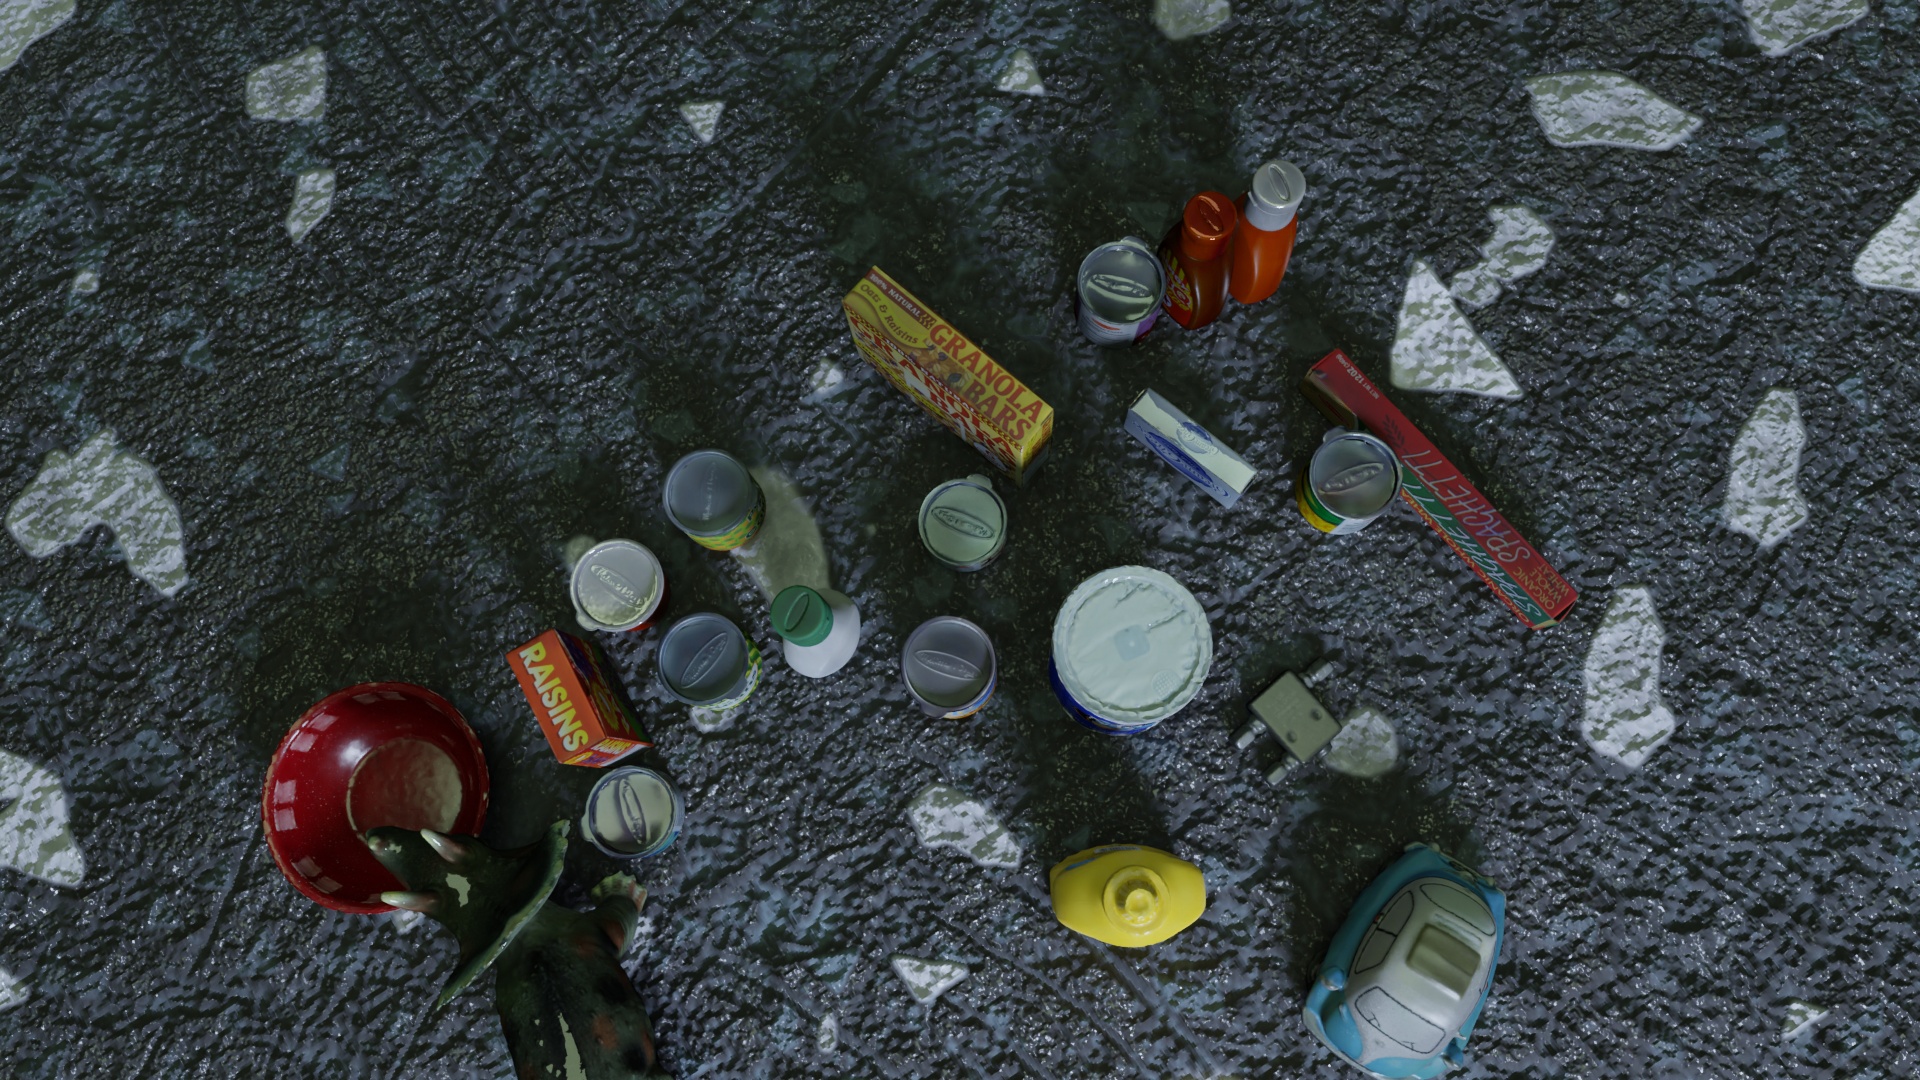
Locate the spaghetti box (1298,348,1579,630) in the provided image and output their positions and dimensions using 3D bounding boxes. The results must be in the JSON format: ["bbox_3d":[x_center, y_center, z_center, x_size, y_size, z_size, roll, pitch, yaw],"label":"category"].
[{"bbox_3d":[0.347,-0.037,1.016,0.029,0.050,0.250,-40,80,-6],"label":"spaghetti box"}]

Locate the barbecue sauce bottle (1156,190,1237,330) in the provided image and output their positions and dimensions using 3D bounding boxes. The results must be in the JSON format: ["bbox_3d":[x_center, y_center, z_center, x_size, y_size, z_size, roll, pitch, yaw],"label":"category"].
[{"bbox_3d":[0.172,-0.205,1.007,0.044,0.148,0.065,-30,79,-4],"label":"barbecue sauce bottle"}]

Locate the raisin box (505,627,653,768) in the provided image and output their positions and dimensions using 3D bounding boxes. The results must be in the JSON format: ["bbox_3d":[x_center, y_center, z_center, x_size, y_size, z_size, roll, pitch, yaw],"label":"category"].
[{"bbox_3d":[-0.263,0.113,0.969,0.040,0.123,0.086,-29,79,-3],"label":"raisin box"}]

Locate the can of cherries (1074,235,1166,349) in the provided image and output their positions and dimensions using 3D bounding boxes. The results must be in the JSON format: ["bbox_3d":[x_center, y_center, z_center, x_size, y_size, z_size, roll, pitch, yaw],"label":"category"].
[{"bbox_3d":[0.121,-0.187,1.051,0.071,0.058,0.071,0,78,2],"label":"can of cherries"}]

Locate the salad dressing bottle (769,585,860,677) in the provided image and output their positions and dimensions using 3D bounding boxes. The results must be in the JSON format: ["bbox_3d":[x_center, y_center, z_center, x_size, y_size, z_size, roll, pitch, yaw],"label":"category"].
[{"bbox_3d":[-0.101,0.060,0.962,0.044,0.147,0.064,26,81,7],"label":"salad dressing bottle"}]

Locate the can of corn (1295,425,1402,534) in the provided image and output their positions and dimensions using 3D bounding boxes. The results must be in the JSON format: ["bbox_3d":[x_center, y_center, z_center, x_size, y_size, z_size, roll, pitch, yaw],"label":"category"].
[{"bbox_3d":[0.281,-0.044,1.015,0.071,0.058,0.071,0,78,2],"label":"can of corn"}]

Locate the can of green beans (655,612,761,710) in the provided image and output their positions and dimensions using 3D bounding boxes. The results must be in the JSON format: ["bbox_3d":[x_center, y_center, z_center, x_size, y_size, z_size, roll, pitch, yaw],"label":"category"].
[{"bbox_3d":[-0.181,0.089,1.004,0.071,0.057,0.071,0,78,2],"label":"can of green beans"}]

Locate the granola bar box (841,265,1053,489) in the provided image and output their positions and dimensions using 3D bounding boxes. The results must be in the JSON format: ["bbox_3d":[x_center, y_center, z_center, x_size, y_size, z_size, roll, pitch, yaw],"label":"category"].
[{"bbox_3d":[-0.006,-0.116,1.007,0.166,0.124,0.039,40,83,9],"label":"granola bar box"}]

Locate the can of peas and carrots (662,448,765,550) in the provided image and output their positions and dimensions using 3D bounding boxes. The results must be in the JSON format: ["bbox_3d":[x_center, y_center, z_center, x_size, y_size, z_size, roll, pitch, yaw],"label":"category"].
[{"bbox_3d":[-0.179,-0.029,1.029,0.071,0.058,0.071,0,78,2],"label":"can of peas and carrots"}]

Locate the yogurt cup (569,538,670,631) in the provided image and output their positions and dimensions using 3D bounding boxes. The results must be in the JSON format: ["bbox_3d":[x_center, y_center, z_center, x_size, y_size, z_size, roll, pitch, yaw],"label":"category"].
[{"bbox_3d":[-0.246,0.036,1.020,0.072,0.054,0.072,0,78,2],"label":"yogurt cup"}]

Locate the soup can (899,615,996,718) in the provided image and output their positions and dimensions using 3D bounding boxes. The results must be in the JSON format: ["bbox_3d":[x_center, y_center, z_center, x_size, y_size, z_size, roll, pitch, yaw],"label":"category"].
[{"bbox_3d":[-0.008,0.094,0.984,0.071,0.083,0.071,0,79,2],"label":"soup can"}]

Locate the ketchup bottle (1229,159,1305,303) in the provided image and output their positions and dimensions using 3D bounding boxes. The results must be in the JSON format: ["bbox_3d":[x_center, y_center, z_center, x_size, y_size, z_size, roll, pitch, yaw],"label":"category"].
[{"bbox_3d":[0.217,-0.226,1.010,0.043,0.148,0.065,-21,79,-2],"label":"ketchup bottle"}]

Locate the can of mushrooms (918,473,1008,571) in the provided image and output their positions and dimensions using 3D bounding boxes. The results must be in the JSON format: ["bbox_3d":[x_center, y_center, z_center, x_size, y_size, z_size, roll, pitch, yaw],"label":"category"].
[{"bbox_3d":[0.004,-0.013,1.031,0.071,0.033,0.071,0,78,2],"label":"can of mushrooms"}]

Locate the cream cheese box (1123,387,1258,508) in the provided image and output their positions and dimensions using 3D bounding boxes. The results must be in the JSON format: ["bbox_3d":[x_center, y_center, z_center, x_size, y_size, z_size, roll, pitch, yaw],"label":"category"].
[{"bbox_3d":[0.169,-0.068,1.027,0.104,0.053,0.024,39,83,9],"label":"cream cheese box"}]

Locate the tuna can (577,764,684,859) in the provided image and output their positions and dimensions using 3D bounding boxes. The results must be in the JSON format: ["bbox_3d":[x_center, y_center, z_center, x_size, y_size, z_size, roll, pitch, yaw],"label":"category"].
[{"bbox_3d":[-0.235,0.196,0.997,0.071,0.032,0.071,0,78,2],"label":"tuna can"}]
